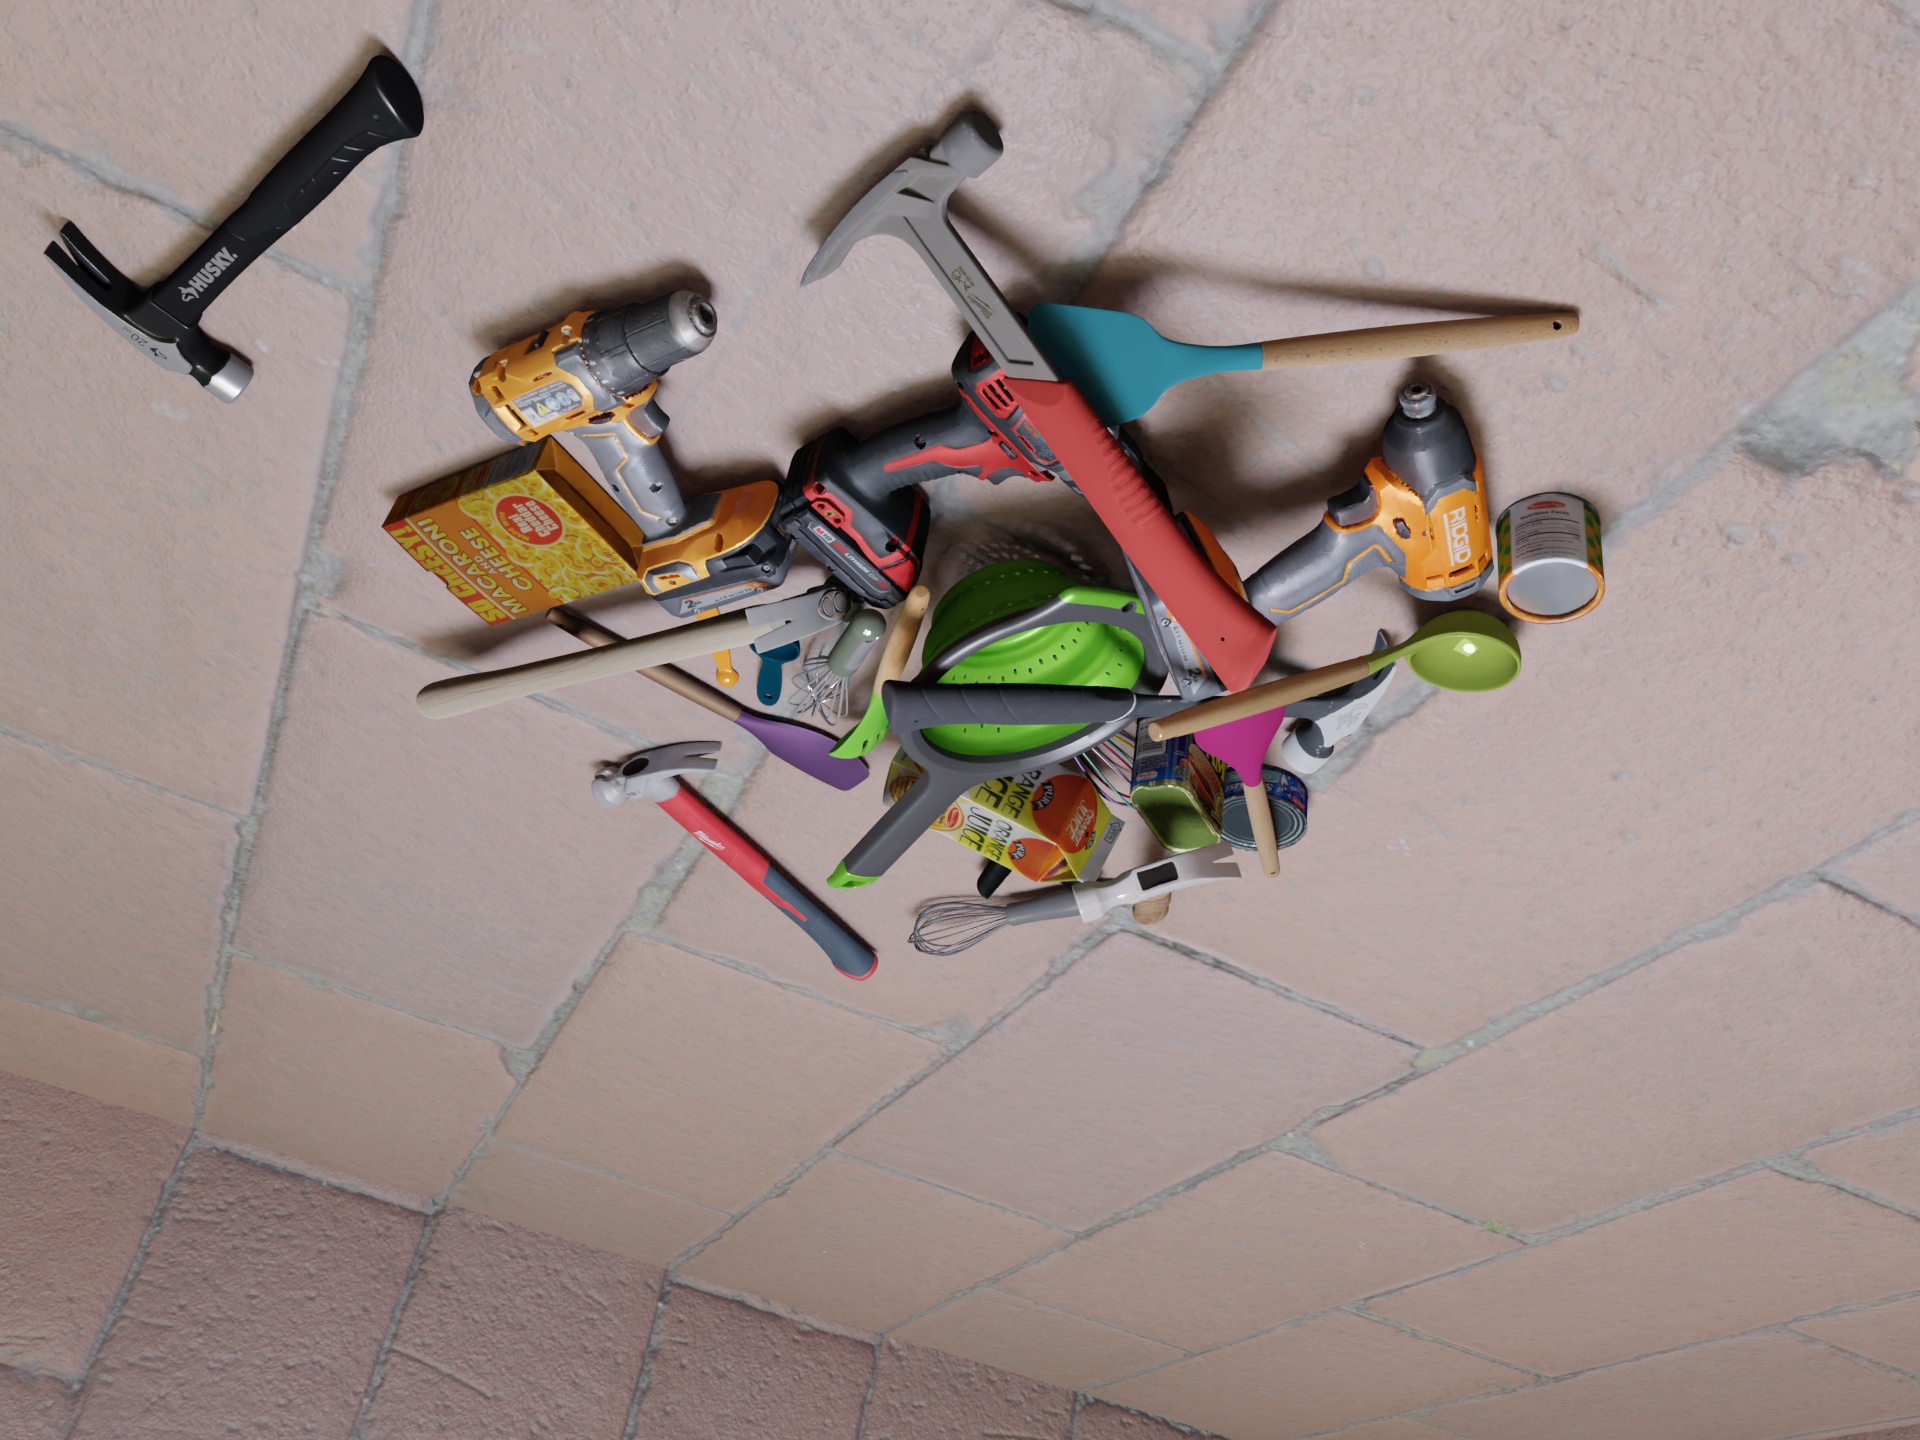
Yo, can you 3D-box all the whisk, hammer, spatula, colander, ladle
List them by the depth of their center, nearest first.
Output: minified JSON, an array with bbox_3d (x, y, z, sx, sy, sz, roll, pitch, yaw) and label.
[{"bbox_3d":[0.199,-0.218,0.932,0.317,0.044,0.082,-5,99,0],"label":"spatula"},{"bbox_3d":[0.060,-0.164,0.932,0.149,0.037,0.359,-33,97,36],"label":"hammer"},{"bbox_3d":[-0.448,-0.319,1.006,0.335,0.035,0.146,-21,134,37],"label":"hammer"},{"bbox_3d":[0.255,-0.019,1.063,0.320,0.062,0.078,-16,170,-32],"label":"ladle"},{"bbox_3d":[0.132,-0.012,1.136,0.408,0.036,0.149,0,146,-27],"label":"hammer"},{"bbox_3d":[-0.002,-0.004,1.208,0.204,0.095,0.397,8,140,-36],"label":"colander"},{"bbox_3d":[-0.091,-0.042,1.218,0.058,0.059,0.246,-25,175,-18],"label":"whisk"},{"bbox_3d":[-0.276,-0.047,1.242,0.410,0.146,0.038,-11,99,28],"label":"hammer"},{"bbox_3d":[0.078,0.001,1.289,0.047,0.051,0.244,-19,132,43],"label":"whisk"},{"bbox_3d":[0.167,0.149,1.356,0.130,0.031,0.331,-18,168,3],"label":"hammer"},{"bbox_3d":[-0.212,-0.018,1.364,0.315,0.018,0.059,30,137,-24],"label":"spatula"},{"bbox_3d":[0.052,0.191,1.554,0.239,0.055,0.055,-16,136,26],"label":"whisk"},{"bbox_3d":[-0.185,0.149,1.568,0.143,0.038,0.385,-15,137,29],"label":"hammer"}]

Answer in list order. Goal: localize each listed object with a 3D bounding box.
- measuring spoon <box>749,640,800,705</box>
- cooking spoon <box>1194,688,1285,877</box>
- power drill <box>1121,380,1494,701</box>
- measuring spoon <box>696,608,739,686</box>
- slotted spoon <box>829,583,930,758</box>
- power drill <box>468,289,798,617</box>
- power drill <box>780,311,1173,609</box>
[{"bbox_3d":[-0.155,-0.048,1.315,0.042,0.021,0.128,13,153,-4],"label":"measuring spoon"},{"bbox_3d":[0.231,0.057,1.244,0.069,0.017,0.318,-19,149,6],"label":"cooking spoon"},{"bbox_3d":[0.223,-0.117,1.010,0.226,0.084,0.164,-23,136,4],"label":"power drill"},{"bbox_3d":[-0.202,-0.064,1.304,0.021,0.011,0.116,5,144,9],"label":"measuring spoon"},{"bbox_3d":[-0.056,-0.032,1.211,0.031,0.070,0.313,45,158,7],"label":"slotted spoon"},{"bbox_3d":[-0.196,-0.185,1.085,0.185,0.084,0.226,-15,132,29],"label":"power drill"},{"bbox_3d":[0.013,-0.157,1.066,0.226,0.080,0.187,-23,132,35],"label":"power drill"}]
